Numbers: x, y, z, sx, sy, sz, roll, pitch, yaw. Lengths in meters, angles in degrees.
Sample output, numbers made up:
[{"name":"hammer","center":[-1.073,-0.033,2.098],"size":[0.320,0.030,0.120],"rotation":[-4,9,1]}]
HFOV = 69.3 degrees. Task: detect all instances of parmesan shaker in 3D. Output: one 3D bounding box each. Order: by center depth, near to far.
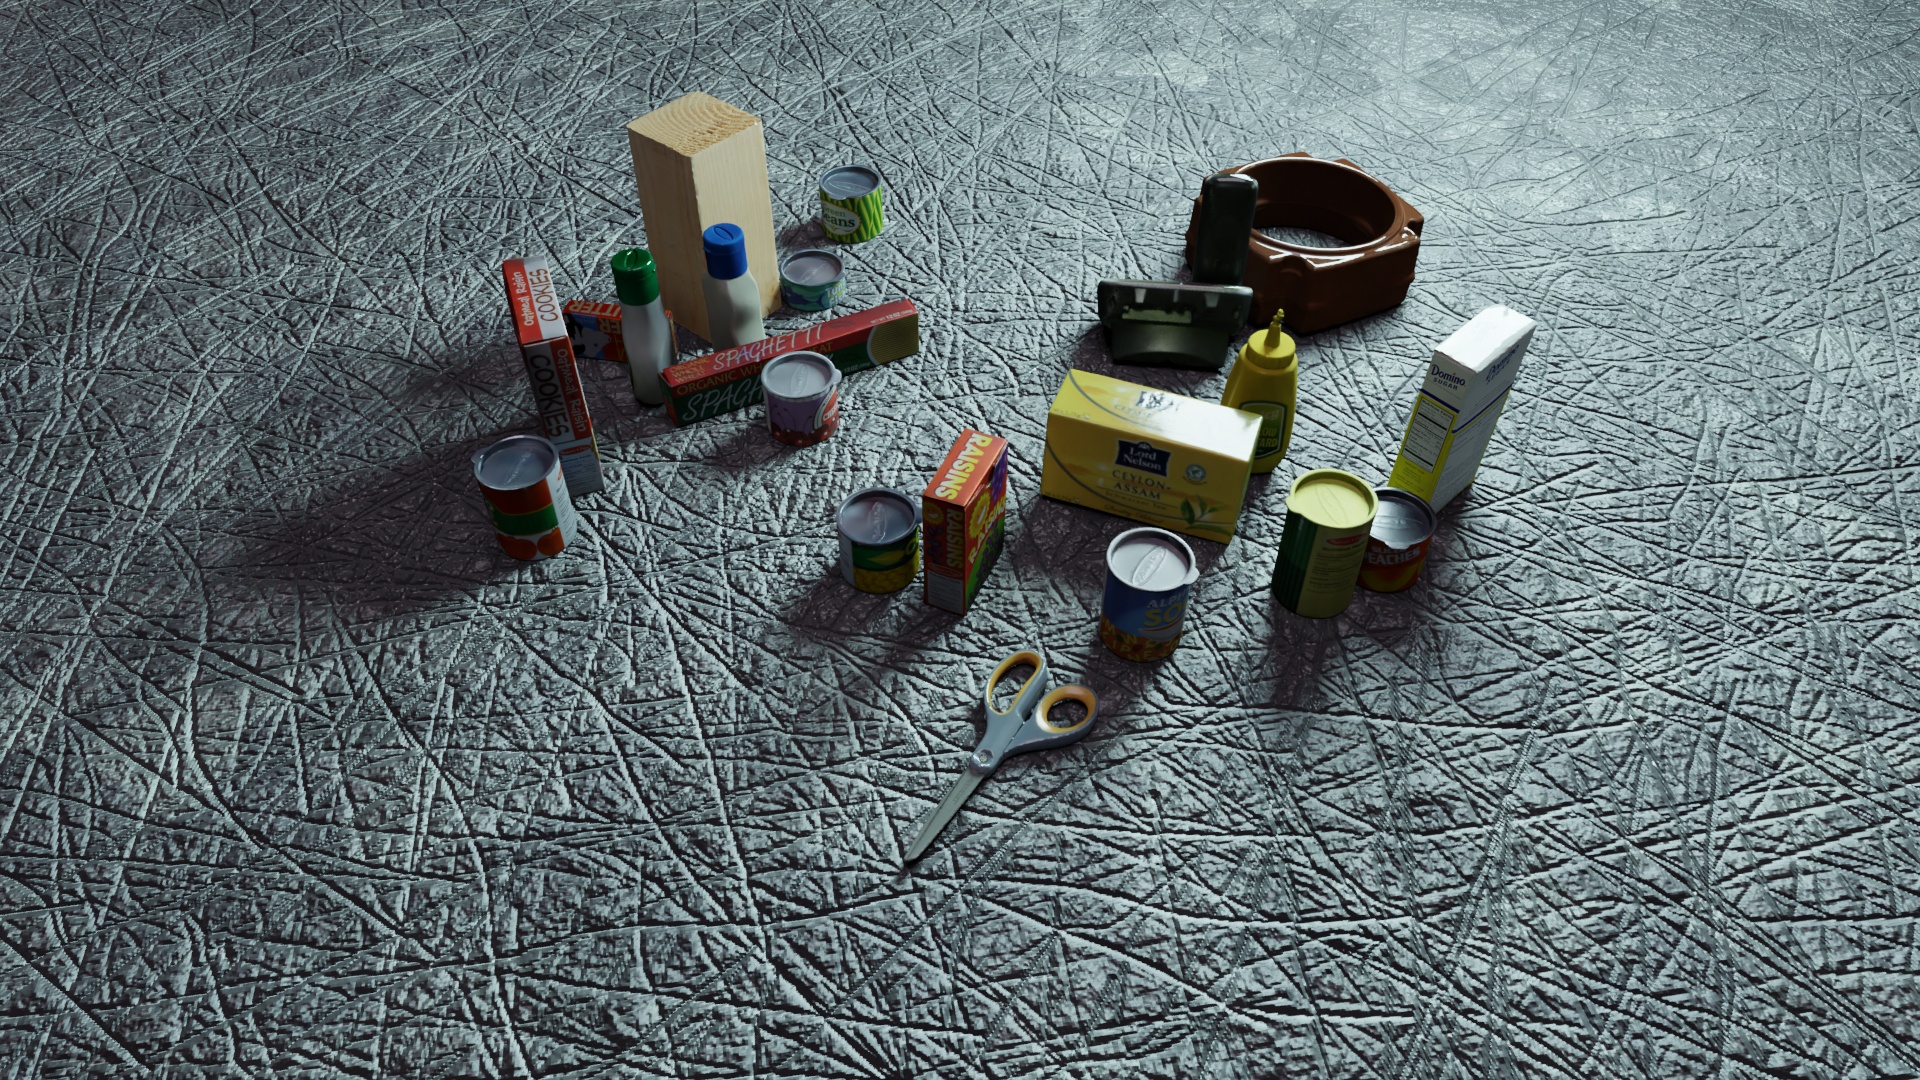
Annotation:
[{"name":"parmesan shaker","center":[0.281,0.004,1.088],"size":[0.071,0.102,0.072],"rotation":[0,45,0]}]

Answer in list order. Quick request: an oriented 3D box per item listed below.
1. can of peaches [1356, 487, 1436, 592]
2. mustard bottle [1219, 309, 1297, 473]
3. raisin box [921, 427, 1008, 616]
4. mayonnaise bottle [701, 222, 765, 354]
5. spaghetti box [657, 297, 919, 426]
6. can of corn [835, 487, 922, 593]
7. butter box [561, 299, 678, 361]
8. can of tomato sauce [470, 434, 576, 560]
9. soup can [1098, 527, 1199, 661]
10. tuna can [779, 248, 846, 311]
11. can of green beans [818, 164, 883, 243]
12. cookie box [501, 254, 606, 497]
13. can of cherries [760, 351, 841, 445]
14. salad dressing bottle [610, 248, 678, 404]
[{"name":"can of peaches","center":[0.344,0.001,1.122],"size":[0.071,0.057,0.071],"rotation":[0,45,0]},{"name":"mustard bottle","center":[0.255,-0.128,1.179],"size":[0.065,0.159,0.049],"rotation":[2,45,2]},{"name":"raisin box","center":[0.004,-0.014,1.090],"size":[0.040,0.122,0.086],"rotation":[17,48,17]},{"name":"mayonnaise bottle","center":[-0.209,-0.219,1.277],"size":[0.041,0.147,0.065],"rotation":[-32,53,-27]},{"name":"spaghetti box","center":[-0.155,-0.167,1.294],"size":[0.251,0.049,0.029],"rotation":[-20,49,-19]},{"name":"can of corn","center":[-0.063,0.000,1.122],"size":[0.071,0.058,0.071],"rotation":[0,45,0]},{"name":"butter box","center":[-0.322,-0.197,1.320],"size":[0.103,0.052,0.024],"rotation":[7,46,7]},{"name":"can of tomato sauce","center":[-0.357,-0.035,1.138],"size":[0.071,0.082,0.071],"rotation":[0,45,0]},{"name":"soup can","center":[0.143,0.044,1.061],"size":[0.071,0.083,0.072],"rotation":[0,45,0]},{"name":"tuna can","center":[-0.146,-0.262,1.400],"size":[0.071,0.032,0.071],"rotation":[0,45,0]},{"name":"can of green beans","center":[-0.116,-0.358,1.479],"size":[0.071,0.057,0.071],"rotation":[0,45,0]},{"name":"cookie box","center":[-0.347,-0.139,1.183],"size":[0.040,0.166,0.123],"rotation":[-15,47,-15]},{"name":"can of cherries","center":[-0.141,-0.127,1.248],"size":[0.071,0.058,0.072],"rotation":[0,45,0]},{"name":"salad dressing bottle","center":[-0.284,-0.192,1.250],"size":[0.044,0.146,0.064],"rotation":[0,45,-1]}]
